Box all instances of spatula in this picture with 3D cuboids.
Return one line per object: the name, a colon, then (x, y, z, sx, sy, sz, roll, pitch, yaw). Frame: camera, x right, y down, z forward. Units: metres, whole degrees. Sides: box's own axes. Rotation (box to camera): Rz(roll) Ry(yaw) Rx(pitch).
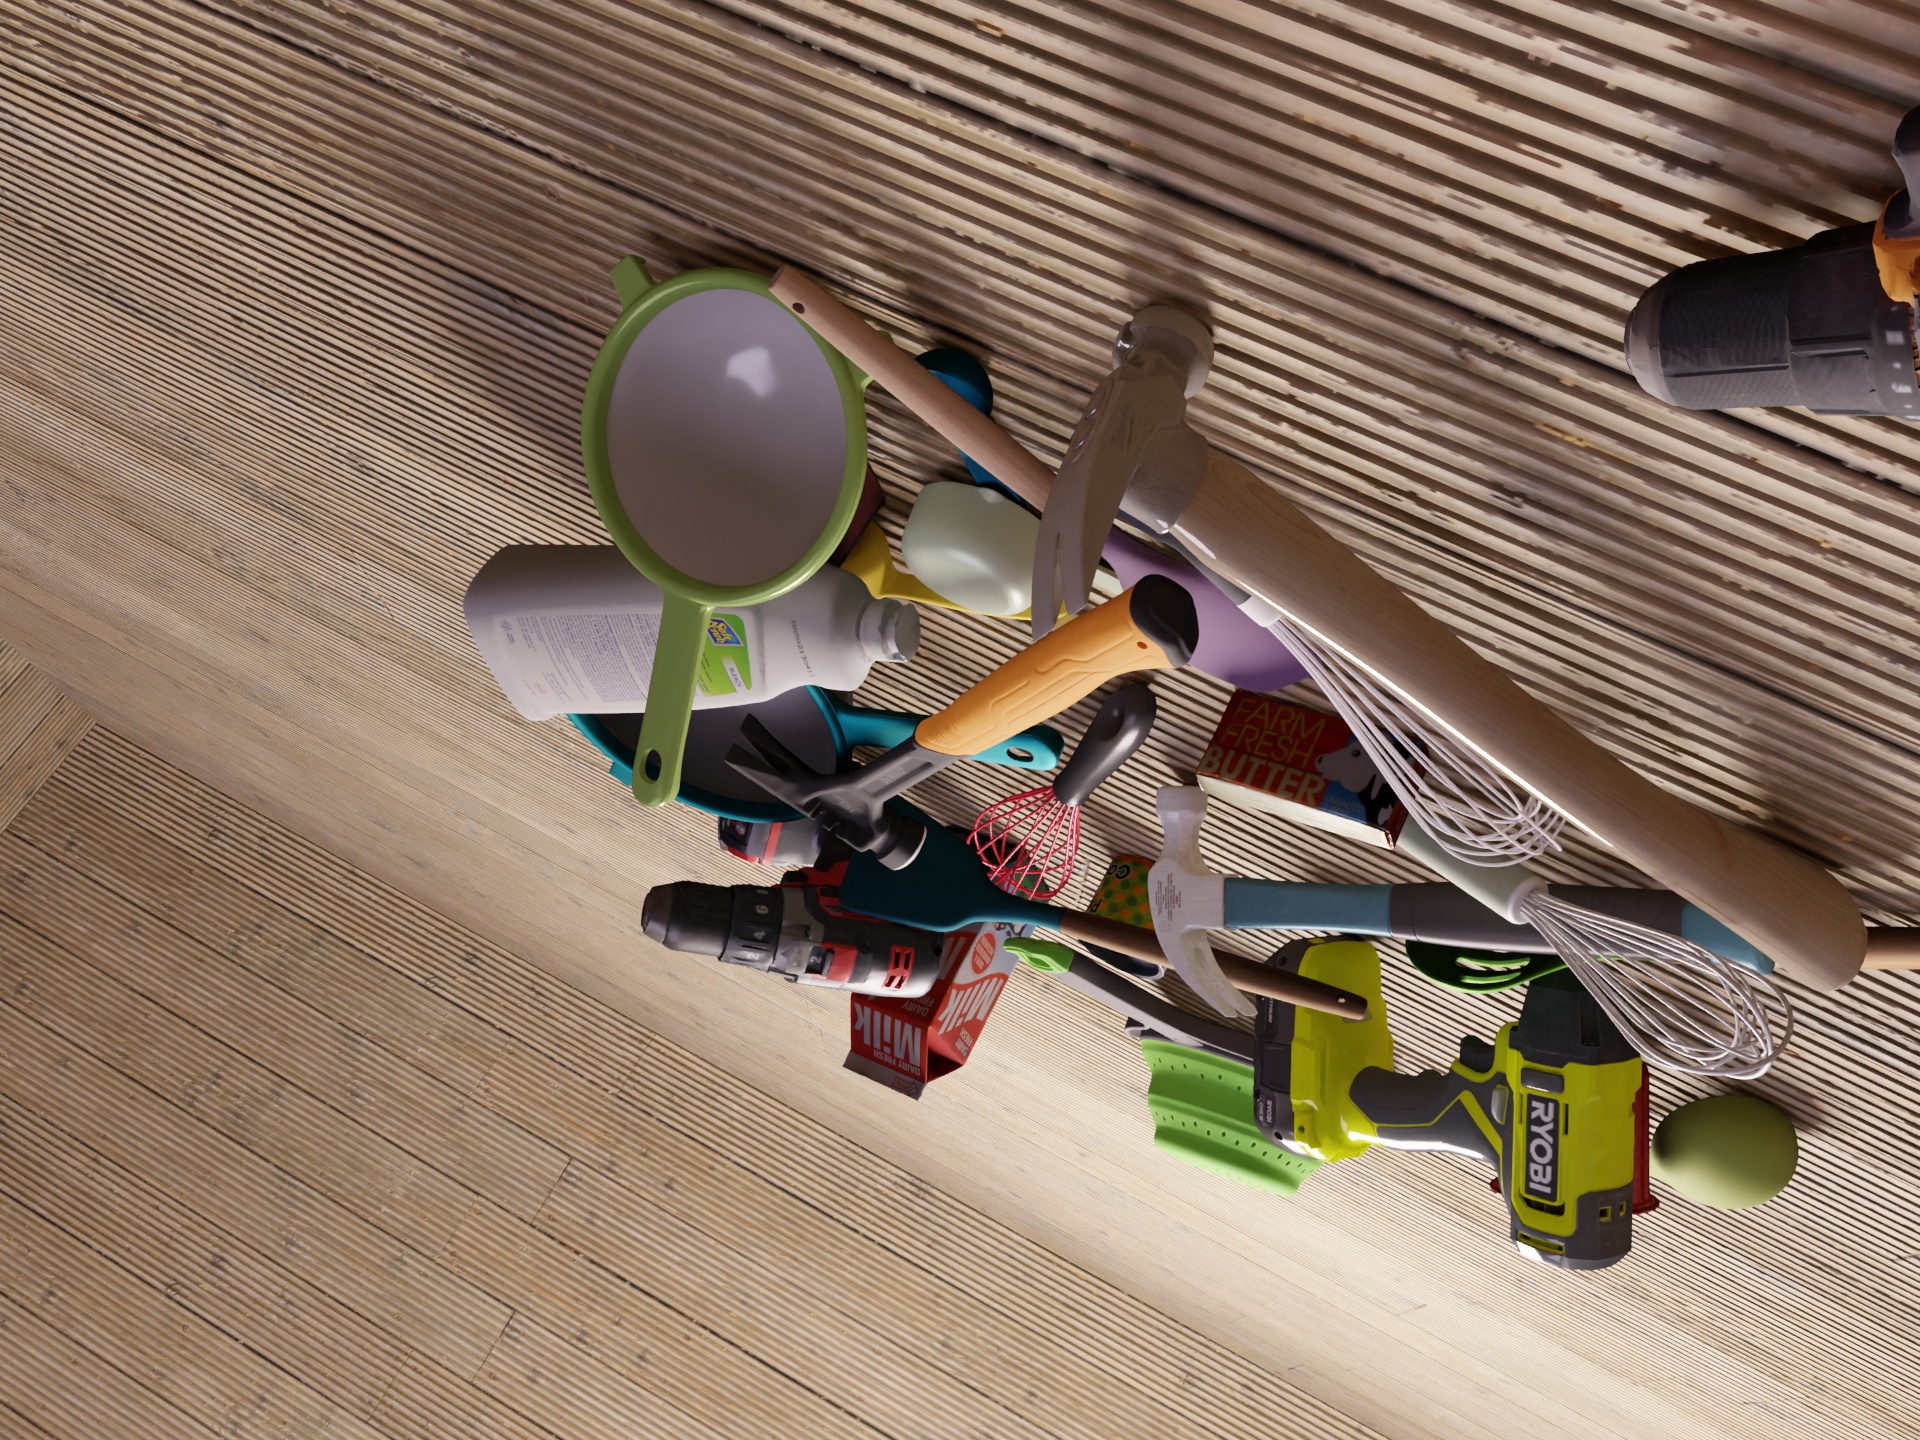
spatula: (0.042, -0.096, 0.704, 0.315, 0.018, 0.060, 35, 144, -27)
spatula: (0.084, 0.124, 0.949, 0.317, 0.082, 0.044, 14, 153, 21)

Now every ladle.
ladle: (0.412, 0.271, 1.037, 0.078, 0.062, 0.320, 26, 165, -8)

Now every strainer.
strainer: (-0.109, -0.082, 0.755, 0.151, 0.256, 0.069, 21, -161, 21)
strainer: (-0.089, -0.030, 0.958, 0.340, 0.095, 0.210, 8, 139, 22)

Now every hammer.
hammer: (0.236, 0.097, 0.814, 0.331, 0.128, 0.033, -3, 173, 43)
hammer: (-0.001, -0.003, 0.805, 0.127, 0.034, 0.337, 35, 148, -17)
hammer: (0.208, 0.006, 0.624, 0.410, 0.146, 0.038, 32, 147, -16)

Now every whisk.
whisk: (0.264, 0.085, 0.722, 0.247, 0.059, 0.057, 41, 160, 54)
whisk: (0.157, -0.033, 0.695, 0.284, 0.070, 0.070, 40, 156, -8)
whisk: (0.061, 0.048, 0.970, 0.073, 0.073, 0.295, 31, 152, 0)

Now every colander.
colander: (0.156, 0.260, 1.142, 0.396, 0.094, 0.205, 33, 161, -38)

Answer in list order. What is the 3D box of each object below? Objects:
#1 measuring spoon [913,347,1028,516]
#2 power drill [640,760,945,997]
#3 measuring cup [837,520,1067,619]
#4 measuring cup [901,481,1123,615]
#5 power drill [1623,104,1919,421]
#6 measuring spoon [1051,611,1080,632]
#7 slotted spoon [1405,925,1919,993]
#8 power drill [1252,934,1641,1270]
measuring spoon: (0.011, -0.130, 0.725, 0.042, 0.021, 0.128, 16, 162, 26)
power drill: (-0.118, 0.099, 1.059, 0.187, 0.080, 0.227, 11, -158, -16)
measuring cup: (-0.019, -0.078, 0.831, 0.156, 0.062, 0.029, 11, 142, 18)
measuring cup: (0.048, -0.062, 0.775, 0.167, 0.038, 0.083, 25, 165, 6)
power drill: (0.217, -0.148, 0.354, 0.185, 0.084, 0.226, 7, 152, 47)
measuring spoon: (0.048, -0.029, 0.876, 0.034, 0.018, 0.124, 34, 158, -7)
slotted spoon: (0.353, 0.108, 0.750, 0.314, 0.070, 0.031, -9, 118, 49)
power drill: (0.276, 0.195, 0.907, 0.080, 0.171, 0.223, 1, 180, -36)
